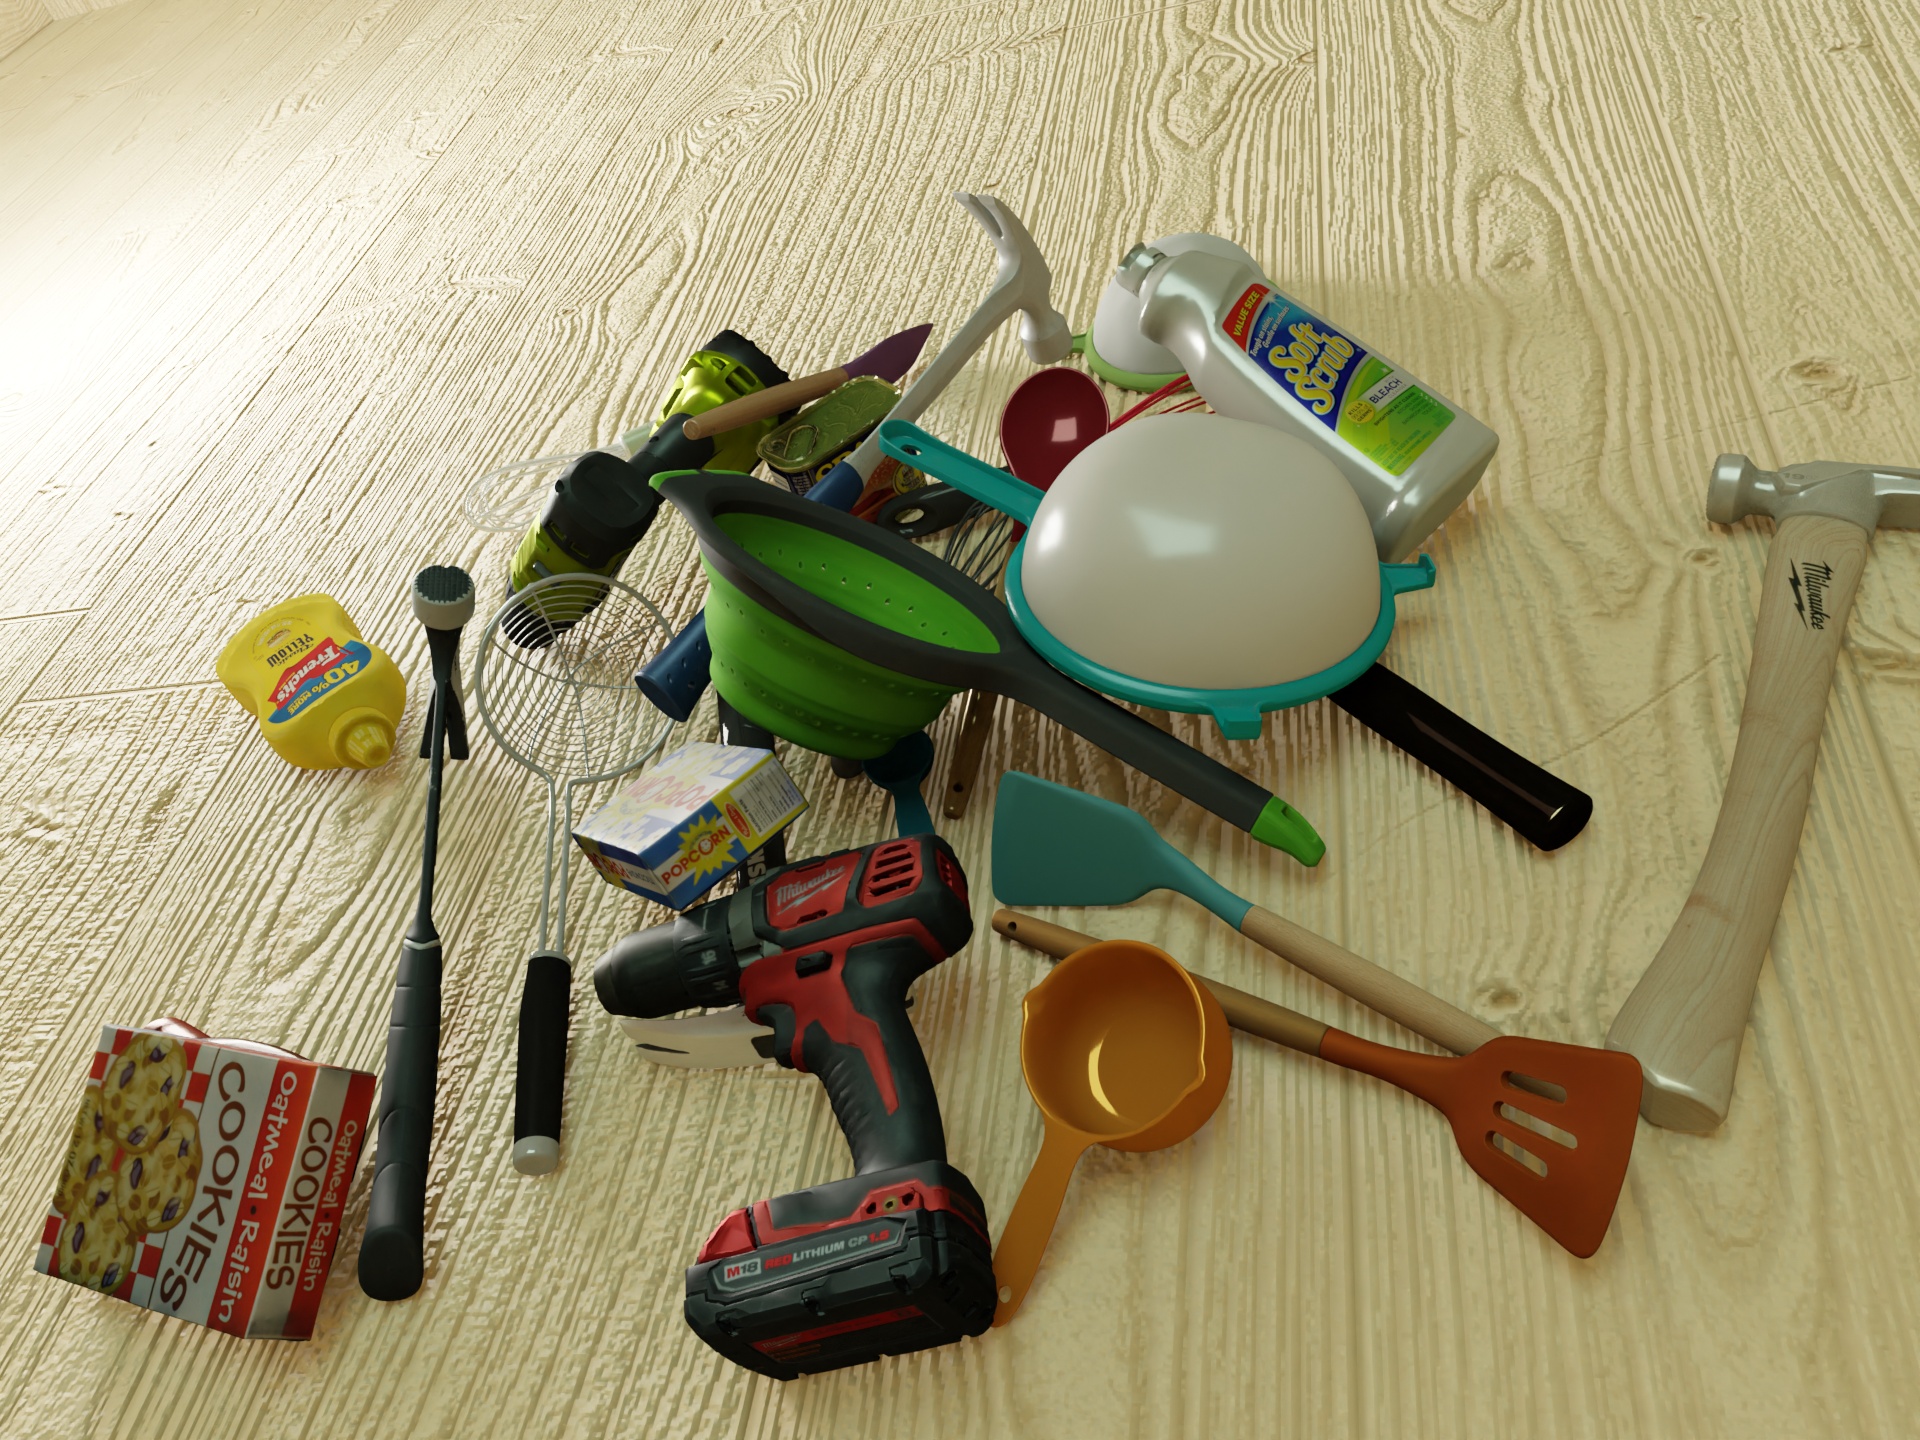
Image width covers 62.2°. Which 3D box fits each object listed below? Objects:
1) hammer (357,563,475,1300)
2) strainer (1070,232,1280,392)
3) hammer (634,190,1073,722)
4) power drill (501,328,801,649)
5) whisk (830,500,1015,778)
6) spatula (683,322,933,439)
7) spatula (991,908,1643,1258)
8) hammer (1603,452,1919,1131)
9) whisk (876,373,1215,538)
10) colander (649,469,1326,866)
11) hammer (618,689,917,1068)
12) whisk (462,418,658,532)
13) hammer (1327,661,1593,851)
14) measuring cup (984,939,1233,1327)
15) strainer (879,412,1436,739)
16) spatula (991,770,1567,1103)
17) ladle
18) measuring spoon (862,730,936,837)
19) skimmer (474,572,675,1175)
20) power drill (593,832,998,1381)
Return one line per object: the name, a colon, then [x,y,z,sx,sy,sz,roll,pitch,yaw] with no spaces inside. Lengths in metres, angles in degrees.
hammer: [-0.295,0.109,0.870,0.036,0.149,0.409,2,50,-15]
strainer: [0.184,-0.281,1.106,0.151,0.069,0.257,-33,42,-14]
hammer: [-0.065,-0.166,1.005,0.035,0.143,0.405,20,63,37]
power drill: [-0.219,-0.150,1.082,0.190,0.080,0.229,-40,10,51]
whisk: [-0.014,-0.057,0.972,0.055,0.055,0.239,12,56,31]
spatula: [-0.097,-0.230,1.097,0.018,0.059,0.316,37,32,8]
spatula: [0.138,0.135,0.710,0.323,0.041,0.081,16,92,37]
hammer: [0.392,0.015,0.745,0.146,0.038,0.411,12,52,29]
whisk: [0.083,-0.170,1.041,0.296,0.073,0.073,-16,42,13]
colander: [-0.001,-0.003,0.842,0.397,0.094,0.204,31,18,14]
hammer: [-0.122,0.054,0.904,0.146,0.035,0.335,-18,42,2]
whisk: [-0.264,-0.205,1.220,0.246,0.059,0.058,-27,54,-14]
hammer: [0.204,-0.031,0.869,0.130,0.031,0.332,-34,44,-14]
measuring cup: [0.059,0.184,0.697,0.095,0.052,0.174,18,79,37]
strainer: [0.082,-0.130,0.874,0.341,0.095,0.211,31,48,30]
spatula: [0.148,0.110,0.732,0.318,0.082,0.044,27,38,34]
ladle: [0.032,-0.082,0.949,0.069,0.031,0.316,11,62,8]
measuring spoon: [-0.025,0.058,0.881,0.042,0.021,0.129,-17,51,2]
skimmer: [-0.217,0.068,0.883,0.127,0.090,0.364,16,41,-24]
power drill: [-0.079,0.165,0.711,0.188,0.080,0.227,-17,51,11]
